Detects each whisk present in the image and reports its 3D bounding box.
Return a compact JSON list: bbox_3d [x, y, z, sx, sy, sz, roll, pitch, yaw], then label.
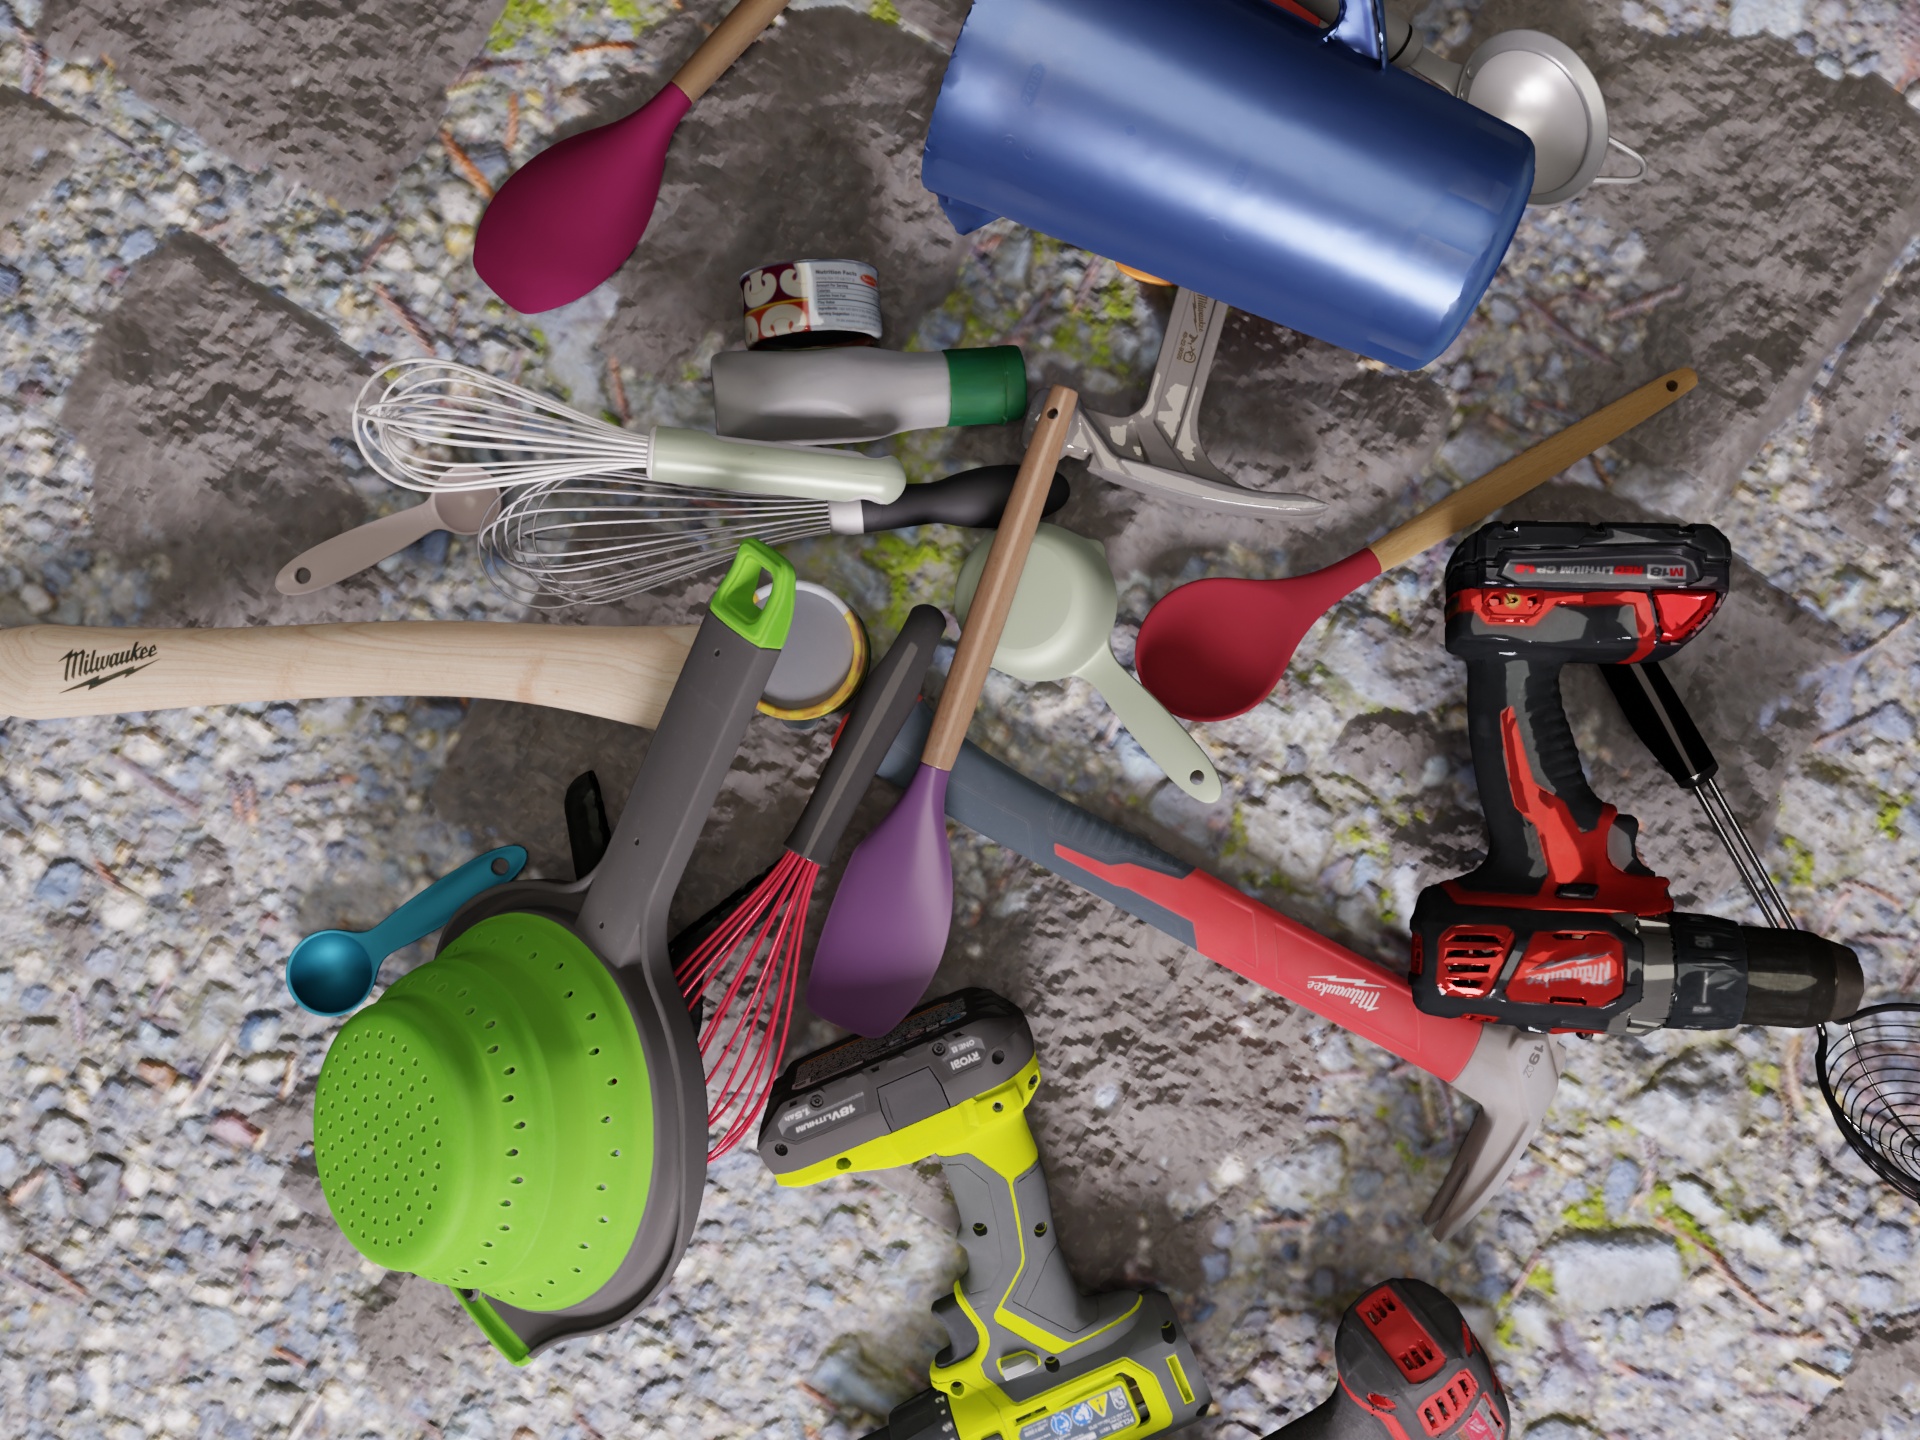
[{"bbox_3d":[-0.079,0.079,0.729,0.073,0.073,0.296,28,89,-1],"label":"whisk"},{"bbox_3d":[-0.087,-0.096,0.763,0.284,0.070,0.070,-6,90,-5],"label":"whisk"},{"bbox_3d":[-0.146,-0.122,0.716,0.246,0.058,0.059,5,93,-8],"label":"whisk"}]

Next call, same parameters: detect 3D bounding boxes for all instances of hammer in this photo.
[{"bbox_3d":[-0.299,-0.037,0.739,0.410,0.038,0.146,0,89,8],"label":"hammer"},{"bbox_3d":[0.106,0.104,0.772,0.386,0.038,0.143,28,92,-1],"label":"hammer"},{"bbox_3d":[0.148,-0.280,0.764,0.149,0.036,0.359,16,88,4],"label":"hammer"}]

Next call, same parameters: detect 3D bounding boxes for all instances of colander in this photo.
[{"bbox_3d":[-0.178,0.102,0.667,0.205,0.094,0.397,36,109,33],"label":"colander"}]

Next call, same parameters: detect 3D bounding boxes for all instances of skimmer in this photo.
[{"bbox_3d":[0.403,0.070,0.750,0.127,0.090,0.363,-29,88,-33],"label":"skimmer"}]

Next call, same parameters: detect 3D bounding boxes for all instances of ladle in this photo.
[{"bbox_3d":[0.224,-0.093,0.778,0.315,0.031,0.069,-30,88,-2],"label":"ladle"}]

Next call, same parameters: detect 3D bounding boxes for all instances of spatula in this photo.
[{"bbox_3d":[-0.001,-0.002,0.738,0.060,0.018,0.316,20,95,16],"label":"spatula"}]

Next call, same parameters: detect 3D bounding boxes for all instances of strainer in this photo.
[{"bbox_3d":[0.211,-0.310,0.740,0.258,0.050,0.087,22,82,-22],"label":"strainer"}]

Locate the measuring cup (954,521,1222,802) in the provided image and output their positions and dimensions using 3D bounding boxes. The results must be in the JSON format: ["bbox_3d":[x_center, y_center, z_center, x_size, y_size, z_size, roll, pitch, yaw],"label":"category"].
[{"bbox_3d":[0.062,-0.025,0.745,0.083,0.038,0.168,-45,72,12],"label":"measuring cup"}]

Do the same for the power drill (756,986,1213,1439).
[{"bbox_3d":[-0.008,0.262,0.753,0.190,0.080,0.228,-23,93,-1],"label":"power drill"}]

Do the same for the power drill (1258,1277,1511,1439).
[{"bbox_3d":[0.158,0.363,0.739,0.219,0.079,0.143,-36,128,-3],"label":"power drill"}]

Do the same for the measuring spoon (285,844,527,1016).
[{"bbox_3d":[-0.268,0.099,0.782,0.128,0.021,0.042,-33,90,-9],"label":"measuring spoon"}]

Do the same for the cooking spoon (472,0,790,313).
[{"bbox_3d":[-0.119,-0.326,0.776,0.069,0.017,0.319,43,90,-1],"label":"cooking spoon"}]

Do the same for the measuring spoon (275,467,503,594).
[{"bbox_3d":[-0.279,-0.090,0.781,0.124,0.018,0.034,-23,91,6],"label":"measuring spoon"}]

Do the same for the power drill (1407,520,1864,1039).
[{"bbox_3d":[0.301,0.030,0.714,0.188,0.080,0.227,3,84,11],"label":"power drill"}]

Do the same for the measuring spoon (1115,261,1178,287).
[{"bbox_3d":[0.134,-0.222,0.783,0.117,0.011,0.021,6,90,0],"label":"measuring spoon"}]
